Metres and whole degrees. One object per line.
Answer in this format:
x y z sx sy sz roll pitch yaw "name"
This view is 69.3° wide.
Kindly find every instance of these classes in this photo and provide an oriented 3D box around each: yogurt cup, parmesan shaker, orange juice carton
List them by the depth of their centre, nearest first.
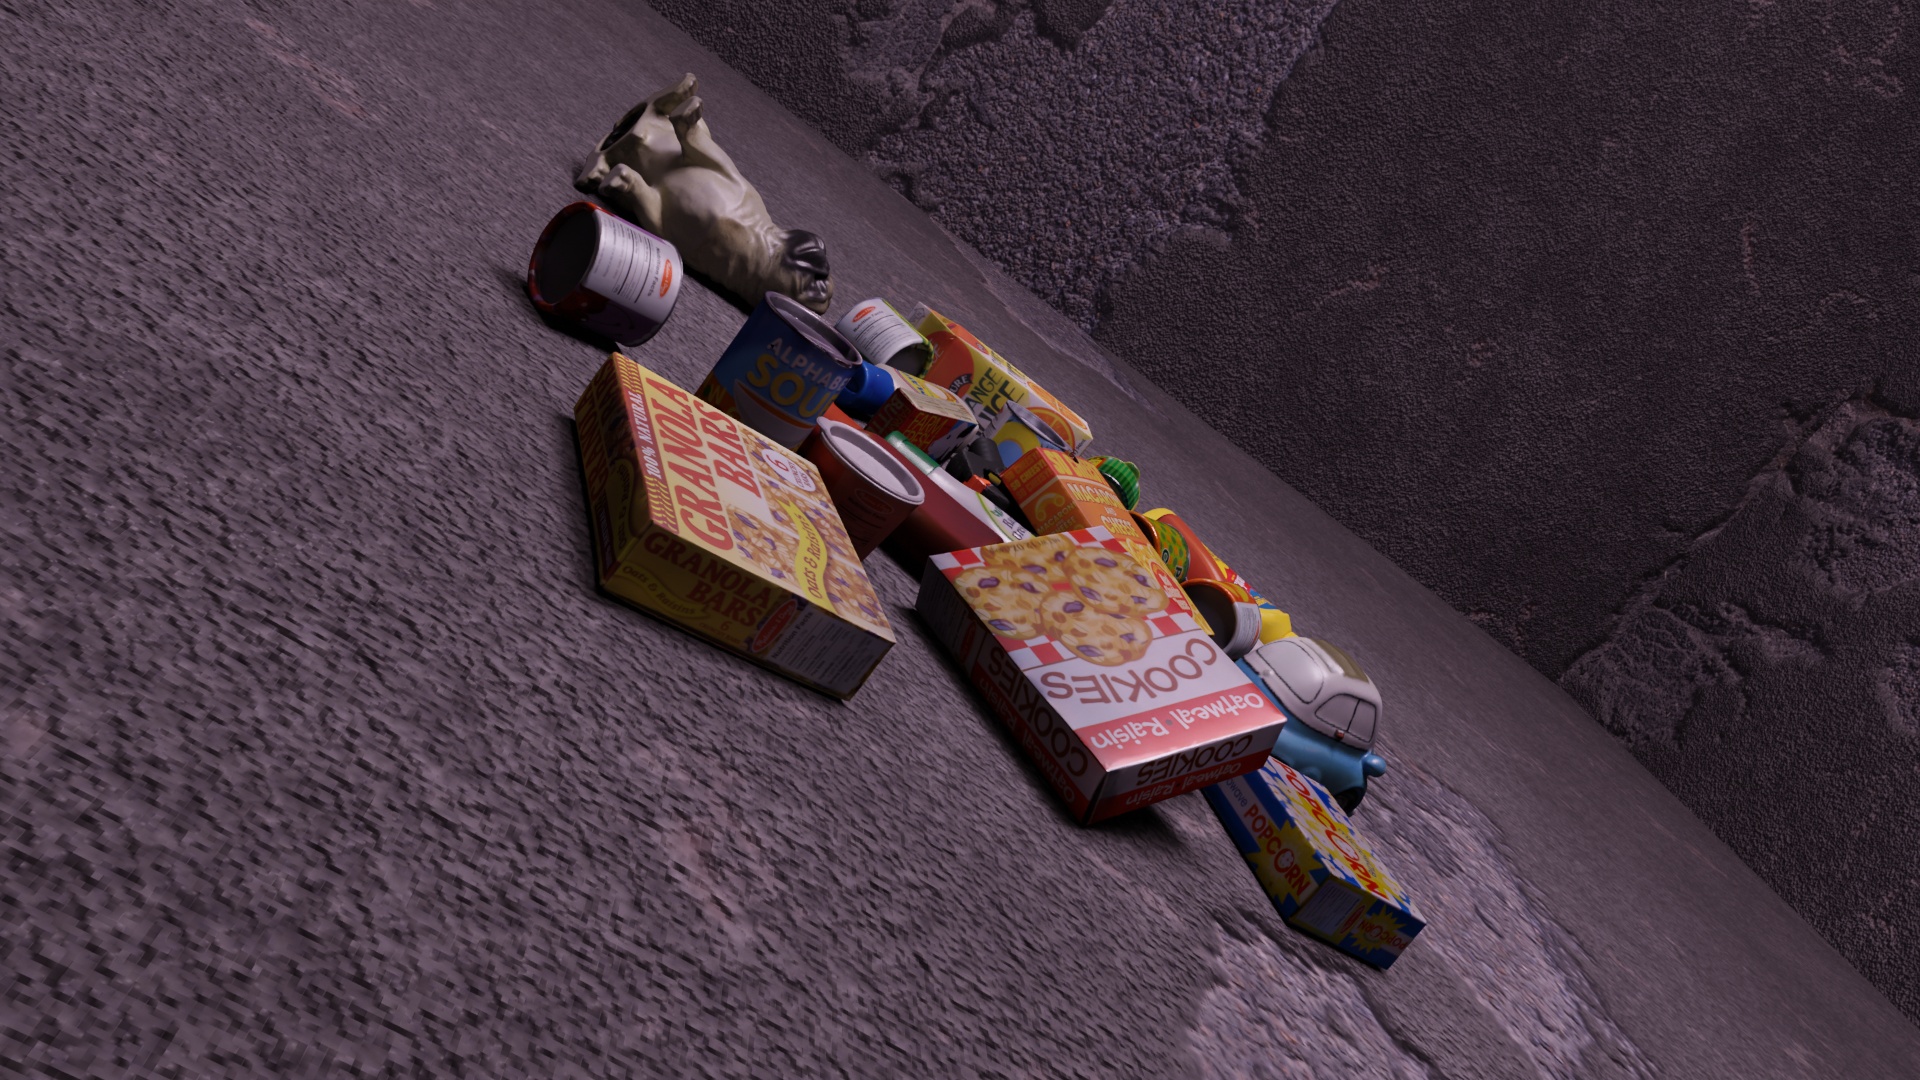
-0.061 -0.023 0.750 0.072 0.054 0.072 36 14 -10 "yogurt cup"
0.119 -0.037 1.197 0.071 0.071 0.103 39 14 4 "parmesan shaker"
0.020 -0.126 1.230 0.192 0.071 0.073 36 13 -10 "orange juice carton"

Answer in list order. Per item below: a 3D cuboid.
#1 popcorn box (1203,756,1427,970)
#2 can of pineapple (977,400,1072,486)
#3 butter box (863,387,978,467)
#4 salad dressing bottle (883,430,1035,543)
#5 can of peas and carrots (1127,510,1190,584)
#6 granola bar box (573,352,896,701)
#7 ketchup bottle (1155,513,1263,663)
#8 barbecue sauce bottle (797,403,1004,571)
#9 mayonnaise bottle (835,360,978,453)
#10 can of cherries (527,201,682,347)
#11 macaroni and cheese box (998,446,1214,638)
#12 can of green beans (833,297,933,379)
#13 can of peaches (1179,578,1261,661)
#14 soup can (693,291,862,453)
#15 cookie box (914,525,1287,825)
0.198 0.176 0.796 0.085 0.038 0.127 31 16 -28 "popcorn box"
0.049 -0.075 1.171 0.071 0.057 0.071 36 15 -11 "can of pineapple"
-0.031 -0.078 0.997 0.024 0.053 0.103 46 17 19 "butter box"
0.003 -0.011 0.890 0.148 0.044 0.064 39 11 6 "salad dressing bottle"
0.142 0.014 1.106 0.071 0.070 0.059 47 17 32 "can of peas and carrots"
-0.107 -0.009 0.627 0.124 0.039 0.166 30 17 -32 "granola bar box"
0.197 0.051 1.140 0.149 0.064 0.043 53 20 19 "ketchup bottle"
-0.043 -0.030 0.839 0.149 0.043 0.065 41 14 12 "barbecue sauce bottle"
-0.045 -0.107 1.075 0.065 0.041 0.148 47 16 27 "mayonnaise bottle"
-0.202 -0.149 0.783 0.058 0.071 0.072 21 22 -48 "can of cherries"
0.109 0.012 1.014 0.167 0.040 0.124 57 19 17 "macaroni and cheese box"
-0.064 -0.153 1.121 0.058 0.071 0.071 45 16 24 "can of green beans"
0.192 0.063 1.082 0.071 0.071 0.058 44 15 23 "can of peaches"
-0.104 -0.085 0.777 0.071 0.083 0.071 35 14 -10 "soup can"
0.071 0.064 0.733 0.123 0.040 0.168 -9 42 -33 "cookie box"
